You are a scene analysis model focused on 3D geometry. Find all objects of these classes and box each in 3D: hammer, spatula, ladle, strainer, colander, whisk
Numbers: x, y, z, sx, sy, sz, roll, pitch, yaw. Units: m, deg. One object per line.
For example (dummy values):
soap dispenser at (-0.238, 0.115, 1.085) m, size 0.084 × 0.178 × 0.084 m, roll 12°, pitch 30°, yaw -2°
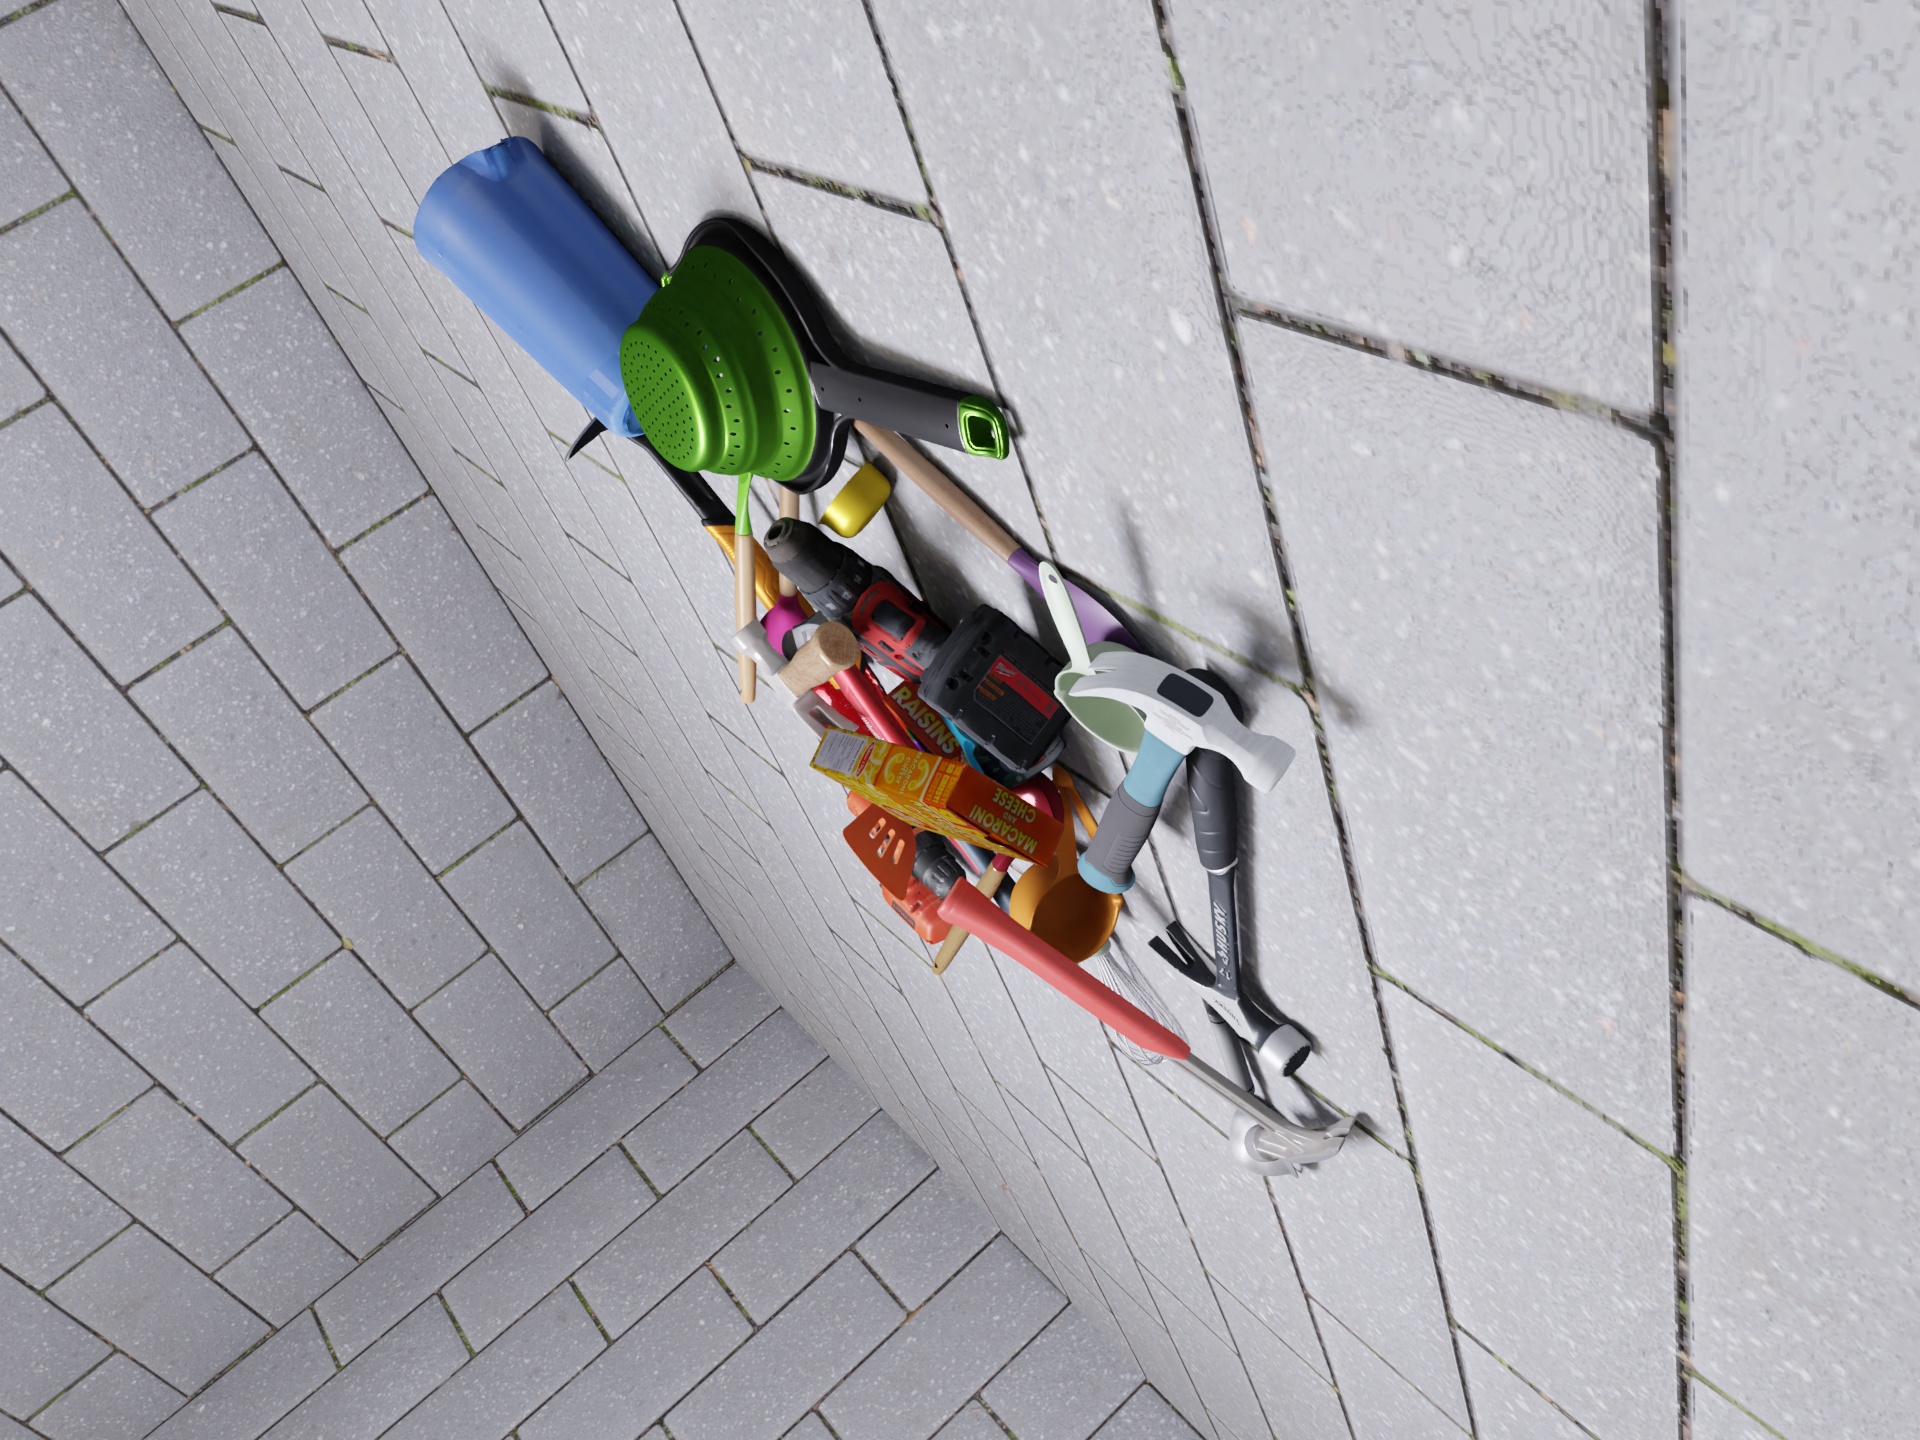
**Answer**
hammer at (-0.117, -0.039, 1.246) m, size 0.130 × 0.031 × 0.331 m, roll 50°, pitch 169°, yaw -5°
spatula at (0.019, -0.127, 1.067) m, size 0.316 × 0.018 × 0.059 m, roll 44°, pitch 162°, yaw 20°
ladle at (0.025, 0.137, 1.344) m, size 0.069 × 0.031 × 0.315 m, roll 57°, pitch 145°, yaw 24°
hammer at (0.116, 0.050, 1.018) m, size 0.128 × 0.033 × 0.330 m, roll 36°, pitch 160°, yaw 11°
hammer at (0.139, 0.240, 1.271) m, size 0.359 × 0.037 × 0.149 m, roll 35°, pitch 156°, yaw -1°
hammer at (-0.015, 0.067, 1.375) m, size 0.386 × 0.038 × 0.143 m, roll 54°, pitch 160°, yaw -8°
spatula at (-0.073, 0.074, 1.477) m, size 0.081 × 0.041 × 0.323 m, roll 50°, pitch -174°, yaw -14°
strainer at (0.242, 0.320, 1.363) m, size 0.087 × 0.050 × 0.258 m, roll 48°, pitch 163°, yaw 55°
hammer at (-0.207, -0.155, 1.449) m, size 0.336 × 0.127 × 0.034 m, roll 51°, pitch 166°, yaw -16°
colander at (-0.125, -0.218, 1.076) m, size 0.397 × 0.094 × 0.204 m, roll 26°, pitch 137°, yaw 45°
whisk at (0.129, 0.213, 1.434) m, size 0.059 × 0.058 × 0.246 m, roll -17°, pitch 112°, yaw 34°
hammer at (0.177, 0.104, 1.102) m, size 0.149 × 0.036 × 0.408 m, roll 41°, pitch 159°, yaw 35°

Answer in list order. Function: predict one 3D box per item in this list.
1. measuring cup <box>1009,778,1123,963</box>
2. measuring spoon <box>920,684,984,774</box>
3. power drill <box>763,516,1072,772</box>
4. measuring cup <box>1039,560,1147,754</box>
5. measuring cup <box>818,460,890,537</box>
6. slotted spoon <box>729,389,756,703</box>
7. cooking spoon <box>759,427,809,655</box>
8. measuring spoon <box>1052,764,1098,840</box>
measuring cup at (0.079, 0.120, 1.334) m, size 0.052 × 0.095 × 0.173 m, roll 32°, pitch 136°, yaw 58°
measuring spoon at (-0.002, -0.004, 1.379) m, size 0.129 × 0.021 × 0.042 m, roll 56°, pitch 162°, yaw 19°
power drill at (-0.035, -0.065, 1.155) m, size 0.187 × 0.080 × 0.227 m, roll 38°, pitch 177°, yaw -40°
measuring cup at (0.086, -0.047, 0.980) m, size 0.083 × 0.038 × 0.167 m, roll 23°, pitch 151°, yaw 40°
measuring cup at (-0.079, -0.155, 1.223) m, size 0.029 × 0.062 × 0.156 m, roll 39°, pitch 173°, yaw 1°
slotted spoon at (-0.189, -0.144, 1.388) m, size 0.070 × 0.031 × 0.313 m, roll -119°, pitch 26°, yaw -48°
cooking spoon at (-0.149, -0.130, 1.377) m, size 0.069 × 0.017 × 0.318 m, roll 15°, pitch 140°, yaw 6°
measuring spoon at (0.100, 0.084, 1.290) m, size 0.021 × 0.011 × 0.116 m, roll 23°, pitch 147°, yaw 57°
